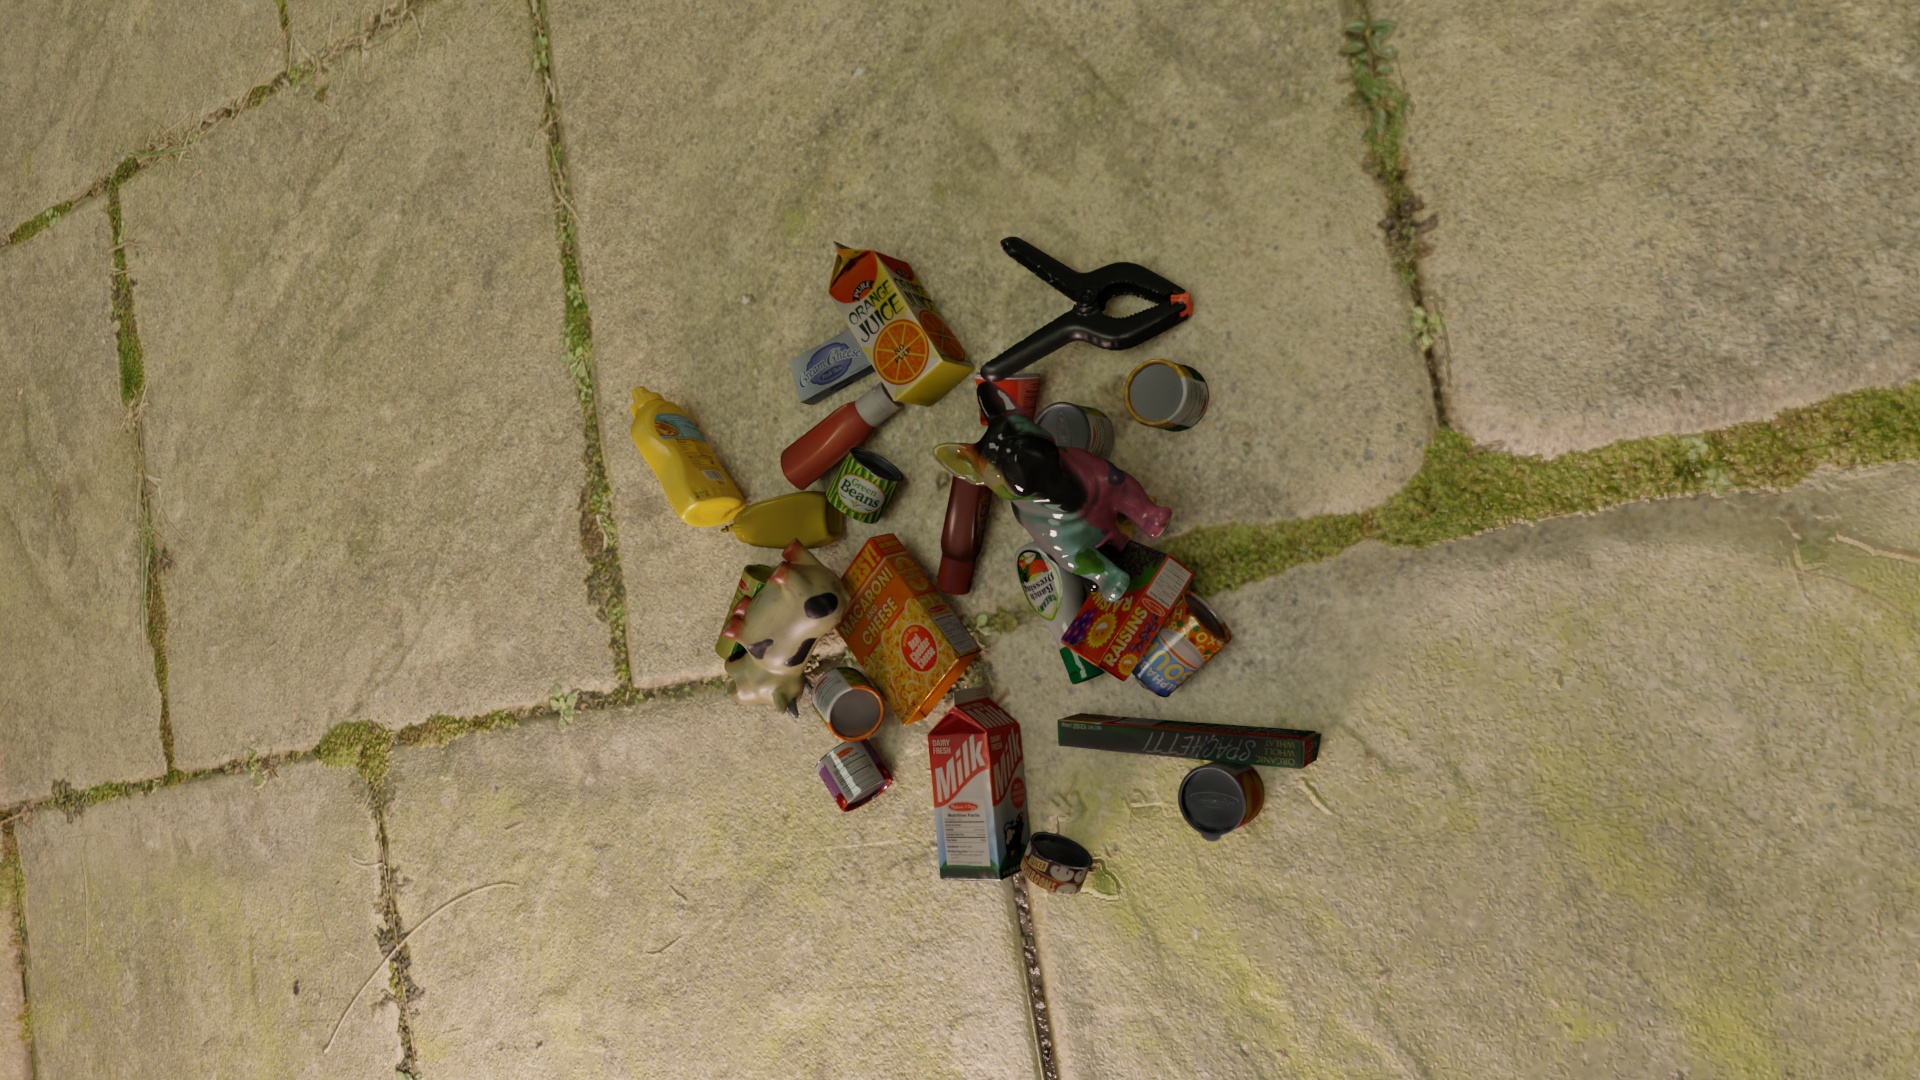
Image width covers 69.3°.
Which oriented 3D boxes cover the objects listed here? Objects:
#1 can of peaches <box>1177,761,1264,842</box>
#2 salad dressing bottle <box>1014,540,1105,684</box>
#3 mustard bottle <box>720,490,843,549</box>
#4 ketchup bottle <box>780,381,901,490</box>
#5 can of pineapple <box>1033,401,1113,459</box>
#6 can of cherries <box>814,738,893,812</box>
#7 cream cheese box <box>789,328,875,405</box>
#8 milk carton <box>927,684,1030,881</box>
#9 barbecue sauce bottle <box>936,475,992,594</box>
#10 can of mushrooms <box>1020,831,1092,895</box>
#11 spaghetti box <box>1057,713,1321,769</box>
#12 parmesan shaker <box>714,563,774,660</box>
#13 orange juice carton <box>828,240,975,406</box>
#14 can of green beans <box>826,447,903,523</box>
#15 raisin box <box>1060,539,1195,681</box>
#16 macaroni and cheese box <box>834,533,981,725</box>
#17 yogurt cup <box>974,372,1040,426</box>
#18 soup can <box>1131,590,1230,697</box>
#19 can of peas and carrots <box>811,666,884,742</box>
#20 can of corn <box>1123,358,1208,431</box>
[{"bbox_3d":[0.245,0.242,1.303,0.071,0.058,0.071,0,90,30],"label":"can of peaches"},{"bbox_3d":[0.102,0.070,1.396,0.064,0.044,0.148,-31,76,43],"label":"salad dressing bottle"},{"bbox_3d":[-0.208,-0.020,1.576,0.160,0.049,0.065,-4,87,31],"label":"mustard bottle"},{"bbox_3d":[-0.132,-0.119,1.530,0.148,0.043,0.065,-36,31,20],"label":"ketchup bottle"},{"bbox_3d":[0.111,-0.104,1.387,0.071,0.058,0.071,-1,89,30],"label":"can of pineapple"},{"bbox_3d":[-0.115,0.254,1.511,0.071,0.071,0.058,-44,70,23],"label":"can of cherries"},{"bbox_3d":[-0.141,-0.197,1.554,0.103,0.024,0.053,-24,76,27],"label":"cream cheese box"},{"bbox_3d":[0.019,0.247,1.428,0.073,0.072,0.190,-7,87,30],"label":"milk carton"},{"bbox_3d":[0.005,-0.018,1.447,0.044,0.065,0.148,14,106,12],"label":"barbecue sauce bottle"},{"bbox_3d":[0.094,0.322,1.383,0.071,0.071,0.033,28,105,27],"label":"can of mushrooms"},{"bbox_3d":[0.214,0.190,1.327,0.250,0.050,0.028,1,92,30],"label":"spaghetti box"},{"bbox_3d":[-0.232,0.087,1.581,0.071,0.071,0.102,29,104,27],"label":"parmesan shaker"},{"bbox_3d":[-0.073,-0.241,1.488,0.073,0.072,0.193,-39,71,24],"label":"orange juice carton"},{"bbox_3d":[-0.104,-0.059,1.506,0.071,0.071,0.057,39,108,25],"label":"can of green beans"},{"bbox_3d":[0.158,0.065,1.323,0.123,0.040,0.086,-56,24,-3],"label":"raisin box"},{"bbox_3d":[-0.066,0.094,1.483,0.167,0.040,0.123,53,127,21],"label":"macaroni and cheese box"},{"bbox_3d":[0.048,-0.145,1.422,0.072,0.072,0.054,5,100,30],"label":"yogurt cup"},{"bbox_3d":[0.205,0.099,1.321,0.083,0.071,0.071,-46,69,22],"label":"soup can"},{"bbox_3d":[-0.119,0.177,1.497,0.059,0.071,0.071,35,111,63],"label":"can of peas and carrots"},{"bbox_3d":[0.195,-0.140,1.338,0.071,0.058,0.071,0,89,30],"label":"can of corn"}]
